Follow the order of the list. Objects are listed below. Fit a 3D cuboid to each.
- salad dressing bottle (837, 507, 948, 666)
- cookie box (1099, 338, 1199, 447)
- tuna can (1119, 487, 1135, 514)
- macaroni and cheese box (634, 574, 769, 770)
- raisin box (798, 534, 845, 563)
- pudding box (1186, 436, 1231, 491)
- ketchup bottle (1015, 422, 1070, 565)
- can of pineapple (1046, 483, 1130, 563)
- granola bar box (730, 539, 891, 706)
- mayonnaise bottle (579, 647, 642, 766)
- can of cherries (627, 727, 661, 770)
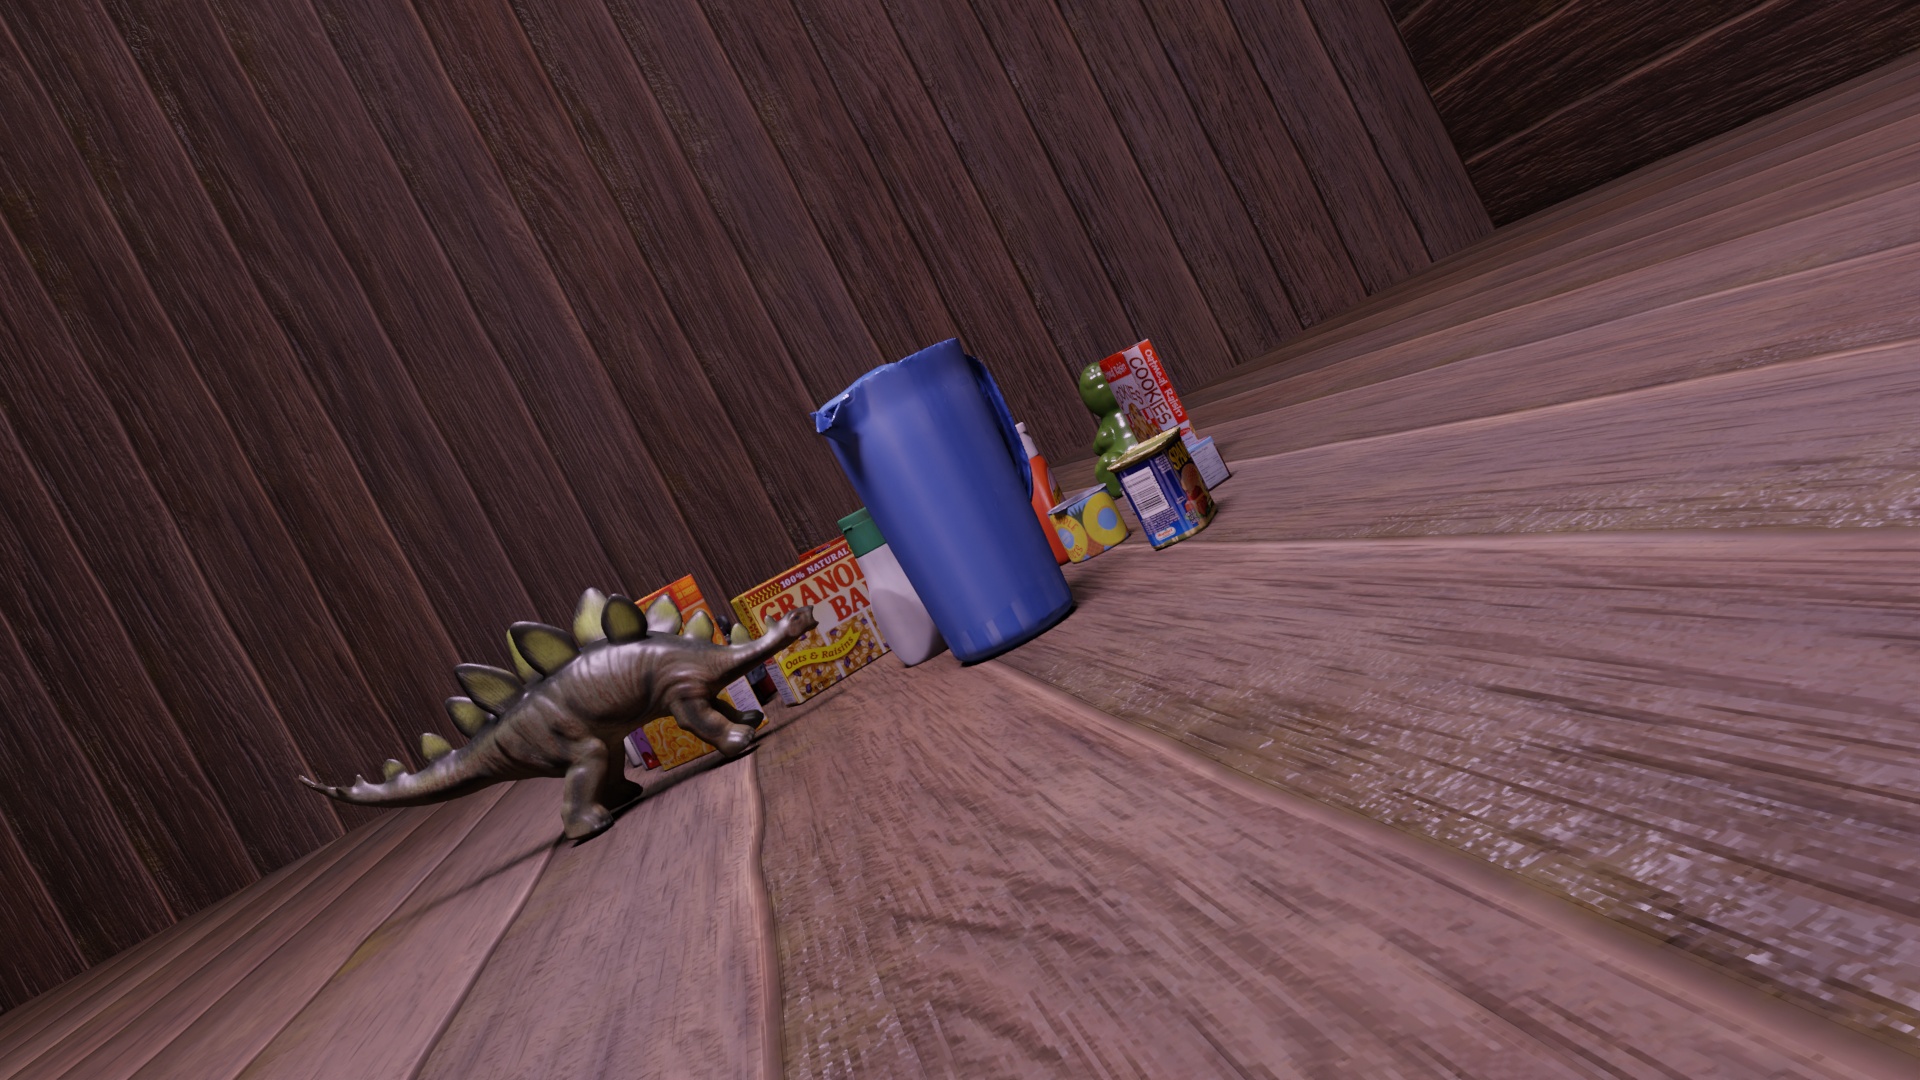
[{"bbox_3d":[-0.062,0.040,1.257,0.064,0.147,0.044,-25,4,39],"label":"salad dressing bottle"},{"bbox_3d":[0.230,-0.153,1.664,0.040,0.167,0.123,-28,4,-6],"label":"cookie box"},{"bbox_3d":[0.213,-0.058,1.527,0.071,0.033,0.071,-27,4,2],"label":"tuna can"},{"bbox_3d":[-0.281,0.133,1.381,0.123,0.166,0.040,-25,4,30],"label":"macaroni and cheese box"},{"bbox_3d":[-0.143,0.059,1.732,0.040,0.123,0.086,-30,4,-35],"label":"raisin box"},{"bbox_3d":[0.232,-0.068,1.406,0.084,0.049,0.030,-30,5,-38],"label":"pudding box"},{"bbox_3d":[0.081,-0.048,1.434,0.043,0.148,0.065,-26,4,18],"label":"ketchup bottle"},{"bbox_3d":[0.126,-0.016,1.380,0.071,0.058,0.071,-27,4,2],"label":"can of pineapple"},{"bbox_3d":[-0.134,0.077,1.430,0.166,0.124,0.039,-30,4,-30],"label":"granola bar box"},{"bbox_3d":[-0.389,0.184,1.584,0.041,0.148,0.065,-28,3,-8],"label":"mayonnaise bottle"},{"bbox_3d":[-0.321,0.206,1.498,0.071,0.058,0.071,-27,4,2],"label":"can of cherries"}]
